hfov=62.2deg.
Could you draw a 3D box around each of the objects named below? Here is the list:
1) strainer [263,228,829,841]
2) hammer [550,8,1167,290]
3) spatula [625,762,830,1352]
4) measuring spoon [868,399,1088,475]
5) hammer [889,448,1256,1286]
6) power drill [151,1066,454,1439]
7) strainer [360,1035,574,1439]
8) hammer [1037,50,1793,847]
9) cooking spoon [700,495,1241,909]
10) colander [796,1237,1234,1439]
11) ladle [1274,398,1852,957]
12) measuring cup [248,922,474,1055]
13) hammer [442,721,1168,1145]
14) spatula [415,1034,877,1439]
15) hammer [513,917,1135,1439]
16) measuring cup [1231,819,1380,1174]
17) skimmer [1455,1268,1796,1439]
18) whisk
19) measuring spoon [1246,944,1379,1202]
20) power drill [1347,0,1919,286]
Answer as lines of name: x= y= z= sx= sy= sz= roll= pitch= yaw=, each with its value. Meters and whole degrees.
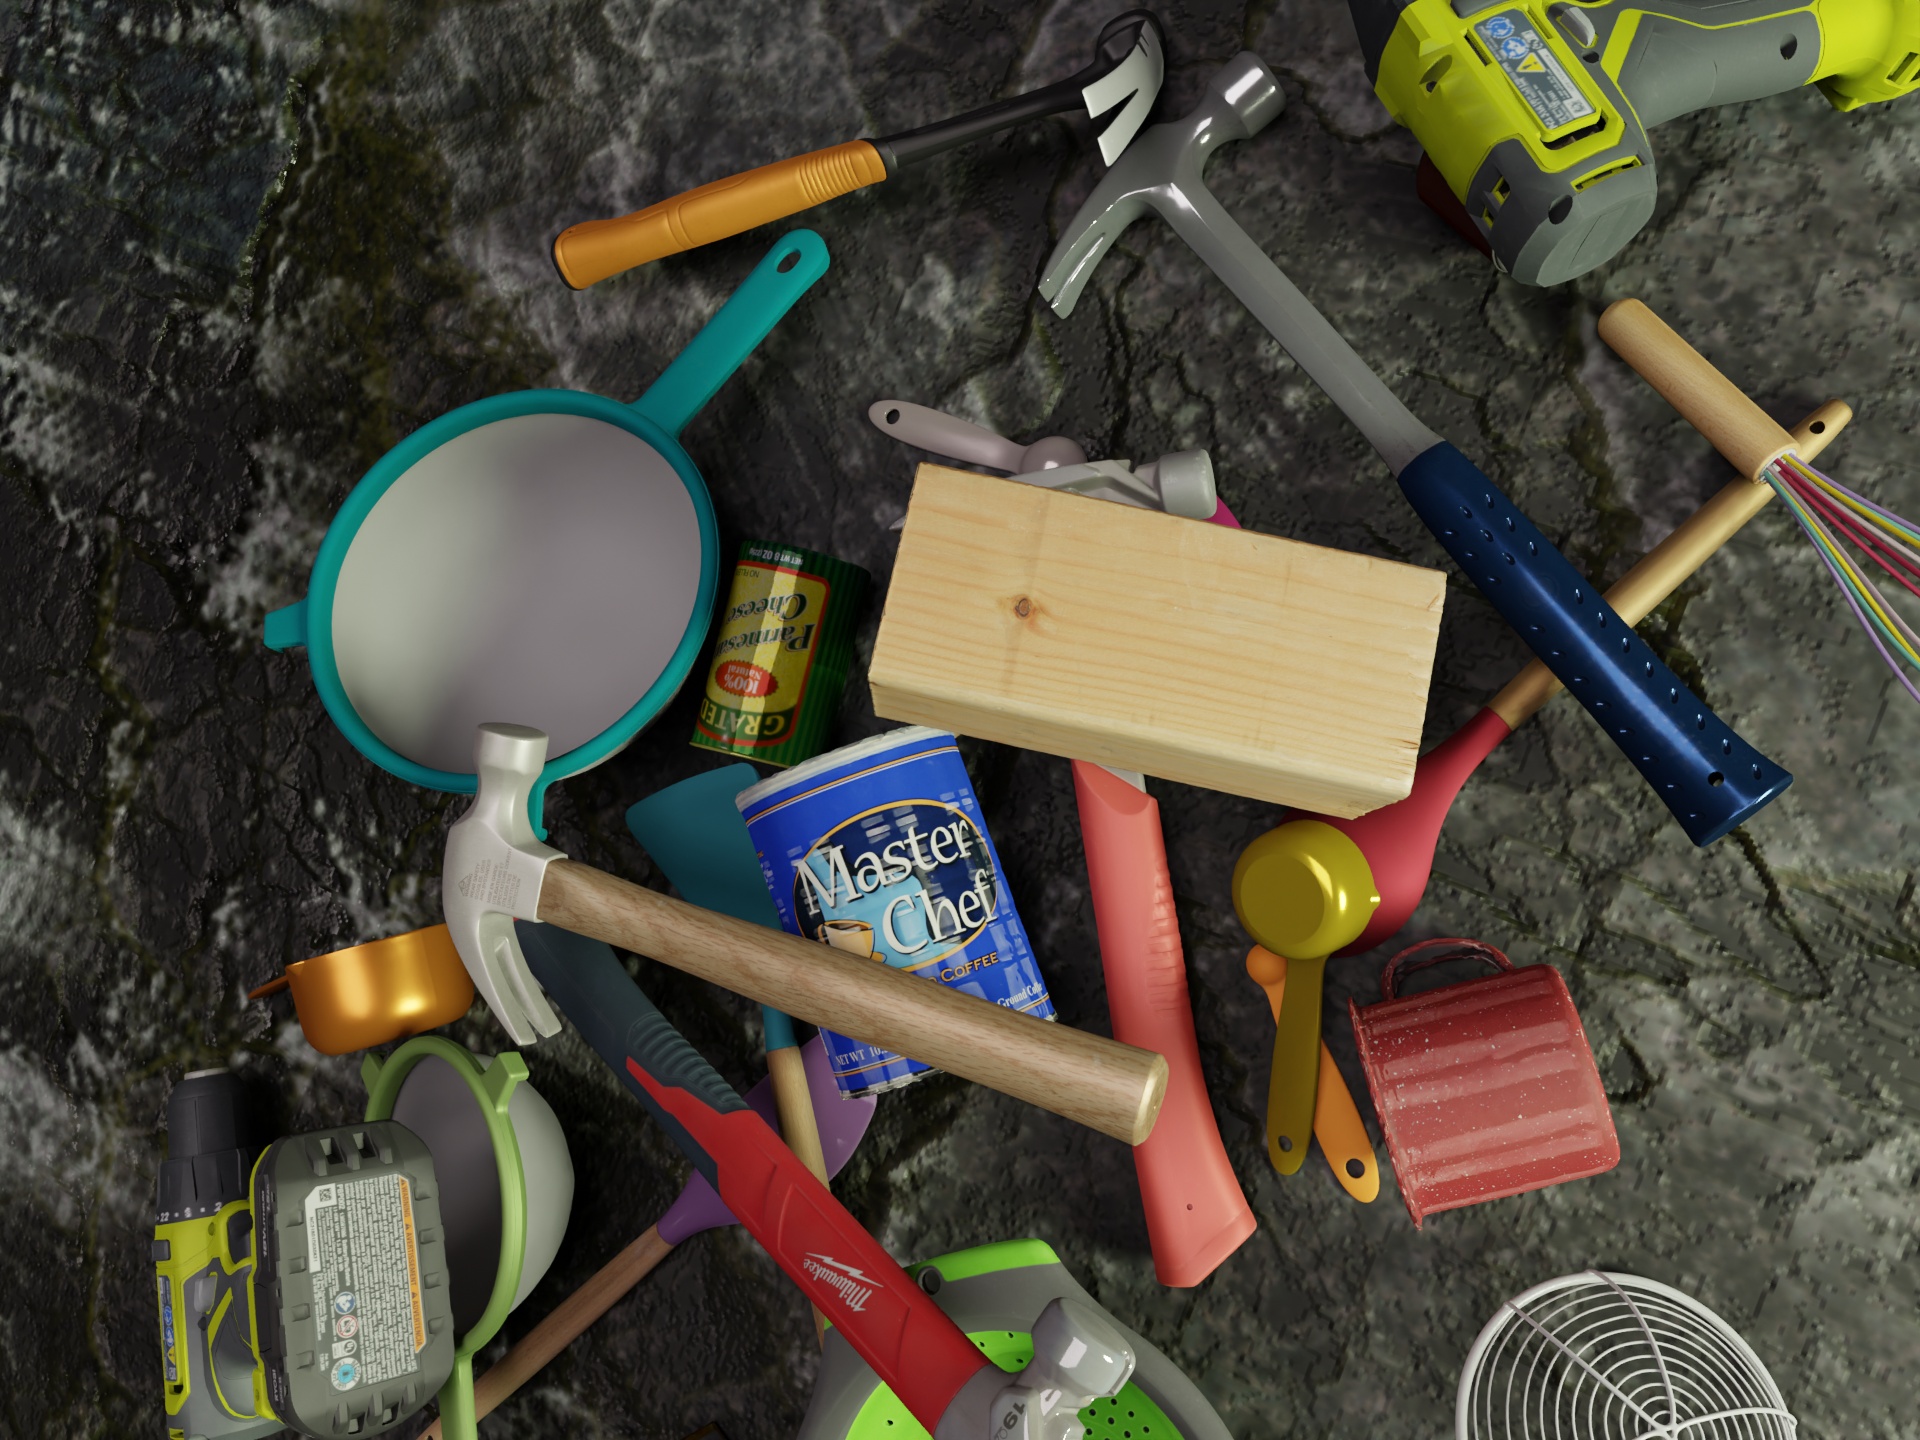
strainer: x=-0.171 y=-0.102 z=0.813 sx=0.211 sy=0.095 sz=0.340 roll=34 pitch=79 yaw=20
hammer: x=-0.066 y=-0.268 z=0.789 sx=0.337 sy=0.034 sz=0.127 roll=-9 pitch=35 yaw=24
spatula: x=-0.086 y=0.180 z=0.742 sx=0.082 sy=0.044 sz=0.318 roll=-21 pitch=74 yaw=25
measuring spoon: x=0.005 y=-0.137 z=0.778 sx=0.124 sy=0.018 sz=0.034 roll=22 pitch=91 yaw=23
hammer: x=0.064 y=0.064 z=0.706 sx=0.149 sy=0.036 sz=0.359 roll=-10 pitch=82 yaw=15
power drill: x=-0.342 y=0.263 z=0.792 sx=0.228 sy=0.080 sz=0.191 roll=-21 pitch=74 yaw=45
strainer: x=-0.226 y=0.280 z=0.778 sx=0.151 sy=0.069 sz=0.256 roll=-12 pitch=82 yaw=44
hammer: x=0.185 y=-0.114 z=0.680 sx=0.144 sy=0.035 sz=0.406 roll=-40 pitch=66 yaw=12
cooking spoon: x=-0.001 y=-0.002 z=0.762 sx=0.319 sy=0.017 sz=0.069 roll=-37 pitch=72 yaw=12
colander: x=0.061 y=0.409 z=0.639 sx=0.204 sy=0.094 sz=0.397 roll=-22 pitch=75 yaw=17
ladle: x=0.246 y=-0.018 z=0.666 sx=0.315 sy=0.031 sz=0.069 roll=-44 pitch=68 yaw=8
measuring cup: x=-0.327 y=0.151 z=0.843 sx=0.173 sy=0.095 sz=0.052 roll=-21 pitch=83 yaw=37
hammer: x=-0.076 y=0.104 z=0.652 sx=0.331 sy=0.031 sz=0.130 roll=16 pitch=98 yaw=21
spatula: x=-0.161 y=0.271 z=0.786 sx=0.316 sy=0.018 sz=0.060 roll=-42 pitch=70 yaw=10
hammer: x=-0.104 y=0.201 z=0.685 sx=0.387 sy=0.038 sz=0.143 roll=34 pitch=88 yaw=39
measuring cup: x=0.137 y=0.120 z=0.667 sx=0.062 sy=0.029 sz=0.156 roll=9 pitch=100 yaw=38
skimmer: x=0.187 y=0.382 z=0.631 sx=0.127 sy=0.090 sz=0.363 roll=36 pitch=106 yaw=19
whisk: x=0.330 y=-0.087 z=0.609 sx=0.051 sy=0.047 sz=0.245 roll=-37 pitch=57 yaw=12
measuring spoon: x=0.152 y=0.151 z=0.685 sx=0.021 sy=0.011 sz=0.117 roll=-26 pitch=74 yaw=16
power drill: x=0.272 y=-0.282 z=0.619 sx=0.223 sy=0.080 sz=0.171 roll=-24 pitch=72 yaw=-8
